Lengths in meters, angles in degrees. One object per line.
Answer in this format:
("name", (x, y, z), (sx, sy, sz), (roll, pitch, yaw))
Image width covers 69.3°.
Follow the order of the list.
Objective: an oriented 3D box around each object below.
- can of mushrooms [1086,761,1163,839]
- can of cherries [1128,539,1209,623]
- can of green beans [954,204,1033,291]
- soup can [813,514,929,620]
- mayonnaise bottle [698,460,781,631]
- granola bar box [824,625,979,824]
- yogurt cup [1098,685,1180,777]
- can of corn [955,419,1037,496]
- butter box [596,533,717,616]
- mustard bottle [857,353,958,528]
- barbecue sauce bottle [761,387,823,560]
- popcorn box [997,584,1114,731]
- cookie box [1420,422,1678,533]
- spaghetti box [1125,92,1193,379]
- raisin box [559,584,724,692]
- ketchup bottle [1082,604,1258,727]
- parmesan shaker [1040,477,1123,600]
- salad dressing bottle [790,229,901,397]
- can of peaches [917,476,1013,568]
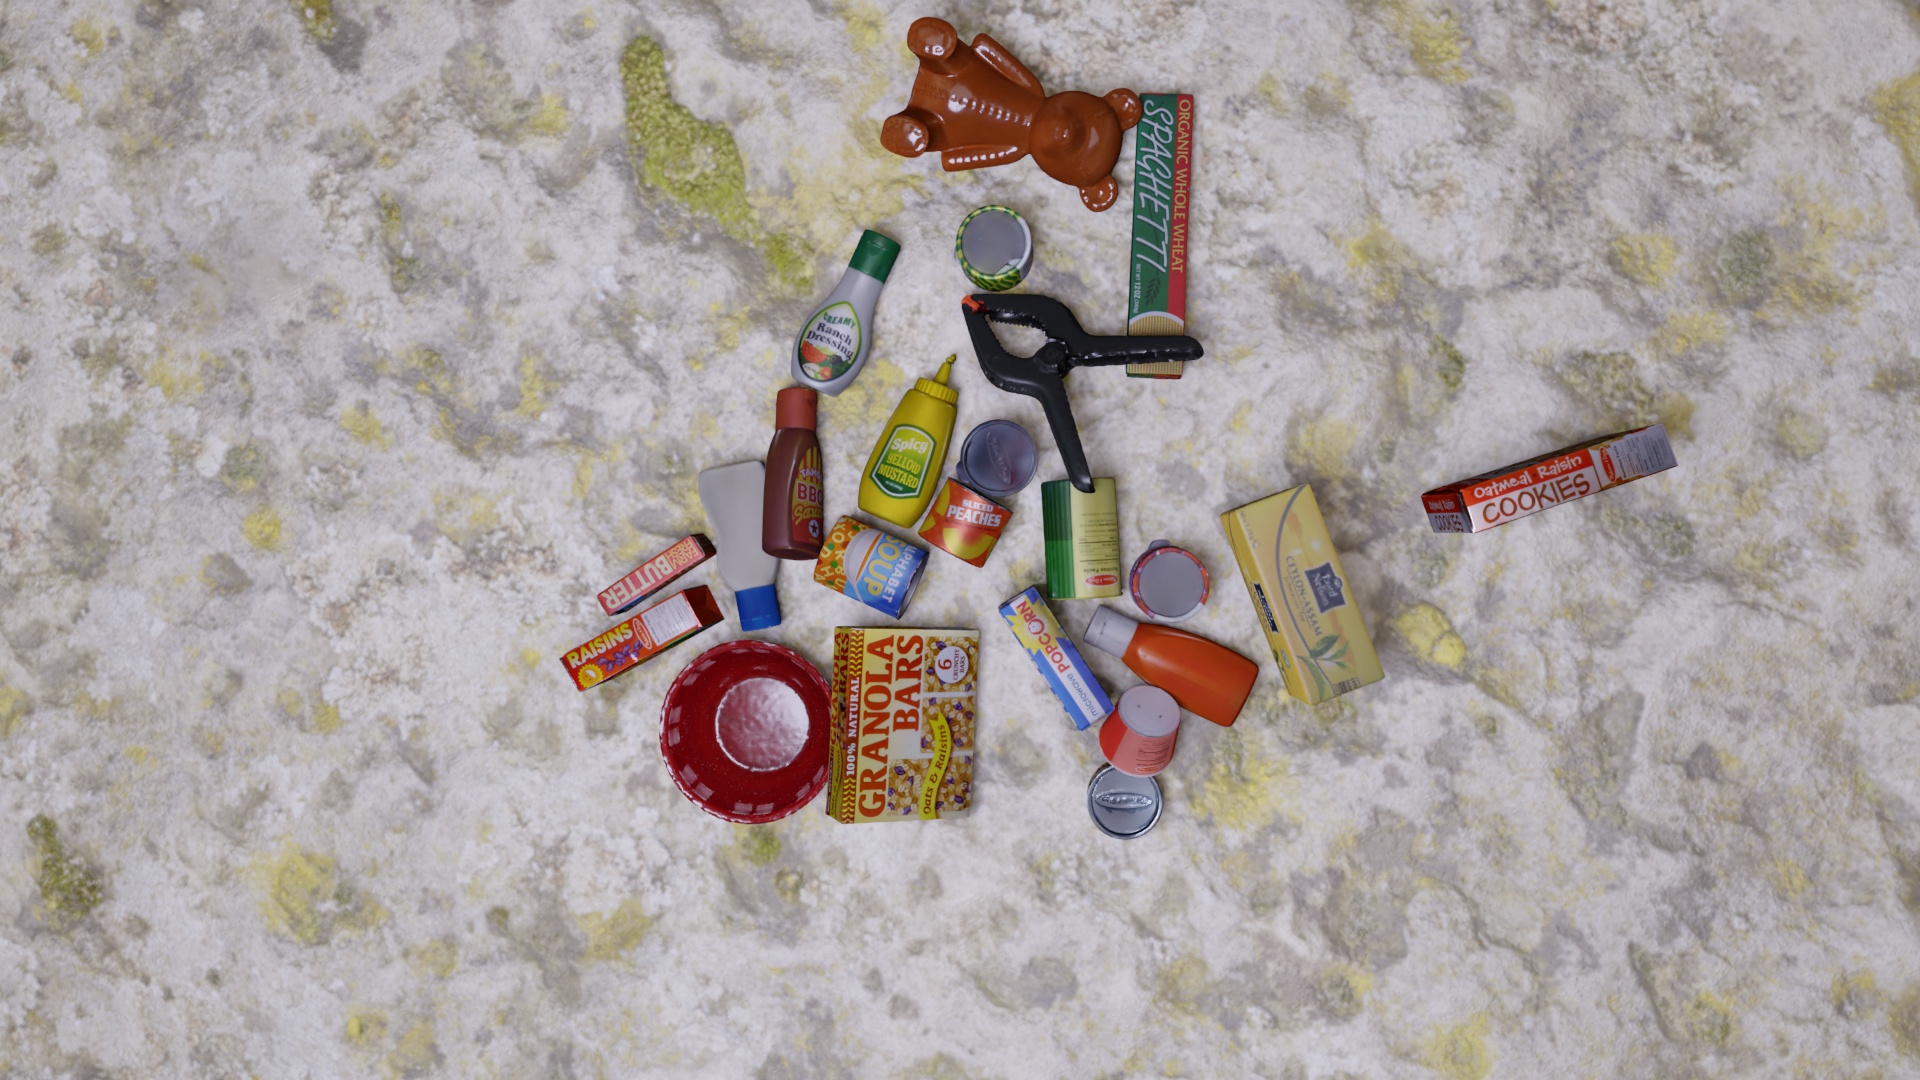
("can of mushrooms", (0.144, 0.224, 1.220), (0.071, 0.033, 0.071), (0, 90, 5))
("can of cherries", (0.179, 0.035, 1.205), (0.071, 0.058, 0.071), (0, 91, 4))
("can of green beans", (0.030, -0.255, 1.216), (0.071, 0.058, 0.071), (0, 90, 4))
("soup can", (-0.078, 0.022, 1.217), (0.084, 0.071, 0.071), (24, 92, 4))
("mayonnaise bottle", (-0.191, 0.006, 1.241), (0.065, 0.041, 0.148), (-10, 91, -2))
("granola bar box", (-0.050, 0.157, 1.205), (0.124, 0.039, 0.165), (3, 90, -27))
("yogurt cup", (0.156, 0.161, 1.194), (0.072, 0.053, 0.073), (5, 48, -6))
("can of corn", (0.032, -0.070, 1.215), (0.071, 0.058, 0.071), (0, 90, 4))
("butter box", (-0.270, 0.030, 1.240), (0.103, 0.053, 0.024), (-32, 90, 4))
("mustard bottle", (-0.038, -0.092, 1.225), (0.065, 0.049, 0.160), (21, 92, 2))
("barbecue sauce bottle", (-0.146, -0.059, 1.225), (0.043, 0.065, 0.149), (-6, 77, 25))
("popcorn box", (0.082, 0.100, 1.198), (0.038, 0.085, 0.126), (-34, 87, 3))
("cookie box", (0.481, -0.049, 1.151), (0.167, 0.123, 0.040), (-18, 88, 4))
("spaghetti box", (0.175, -0.268, 1.220), (0.050, 0.029, 0.250), (2, 90, 4))
("raisin box", (-0.279, 0.085, 1.224), (0.123, 0.086, 0.040), (-28, 90, 4))
("ketchup bottle", (0.181, 0.104, 1.212), (0.149, 0.043, 0.064), (26, 91, 4))
("parmesan shaker", (0.107, -0.002, 1.208), (0.071, 0.071, 0.103), (-3, 89, 4))
("salad dressing bottle", (-0.100, -0.202, 1.232), (0.064, 0.044, 0.147), (25, 92, 2))
("can of peaches", (0.004, -0.015, 1.211), (0.071, 0.071, 0.058), (29, 94, 3))
